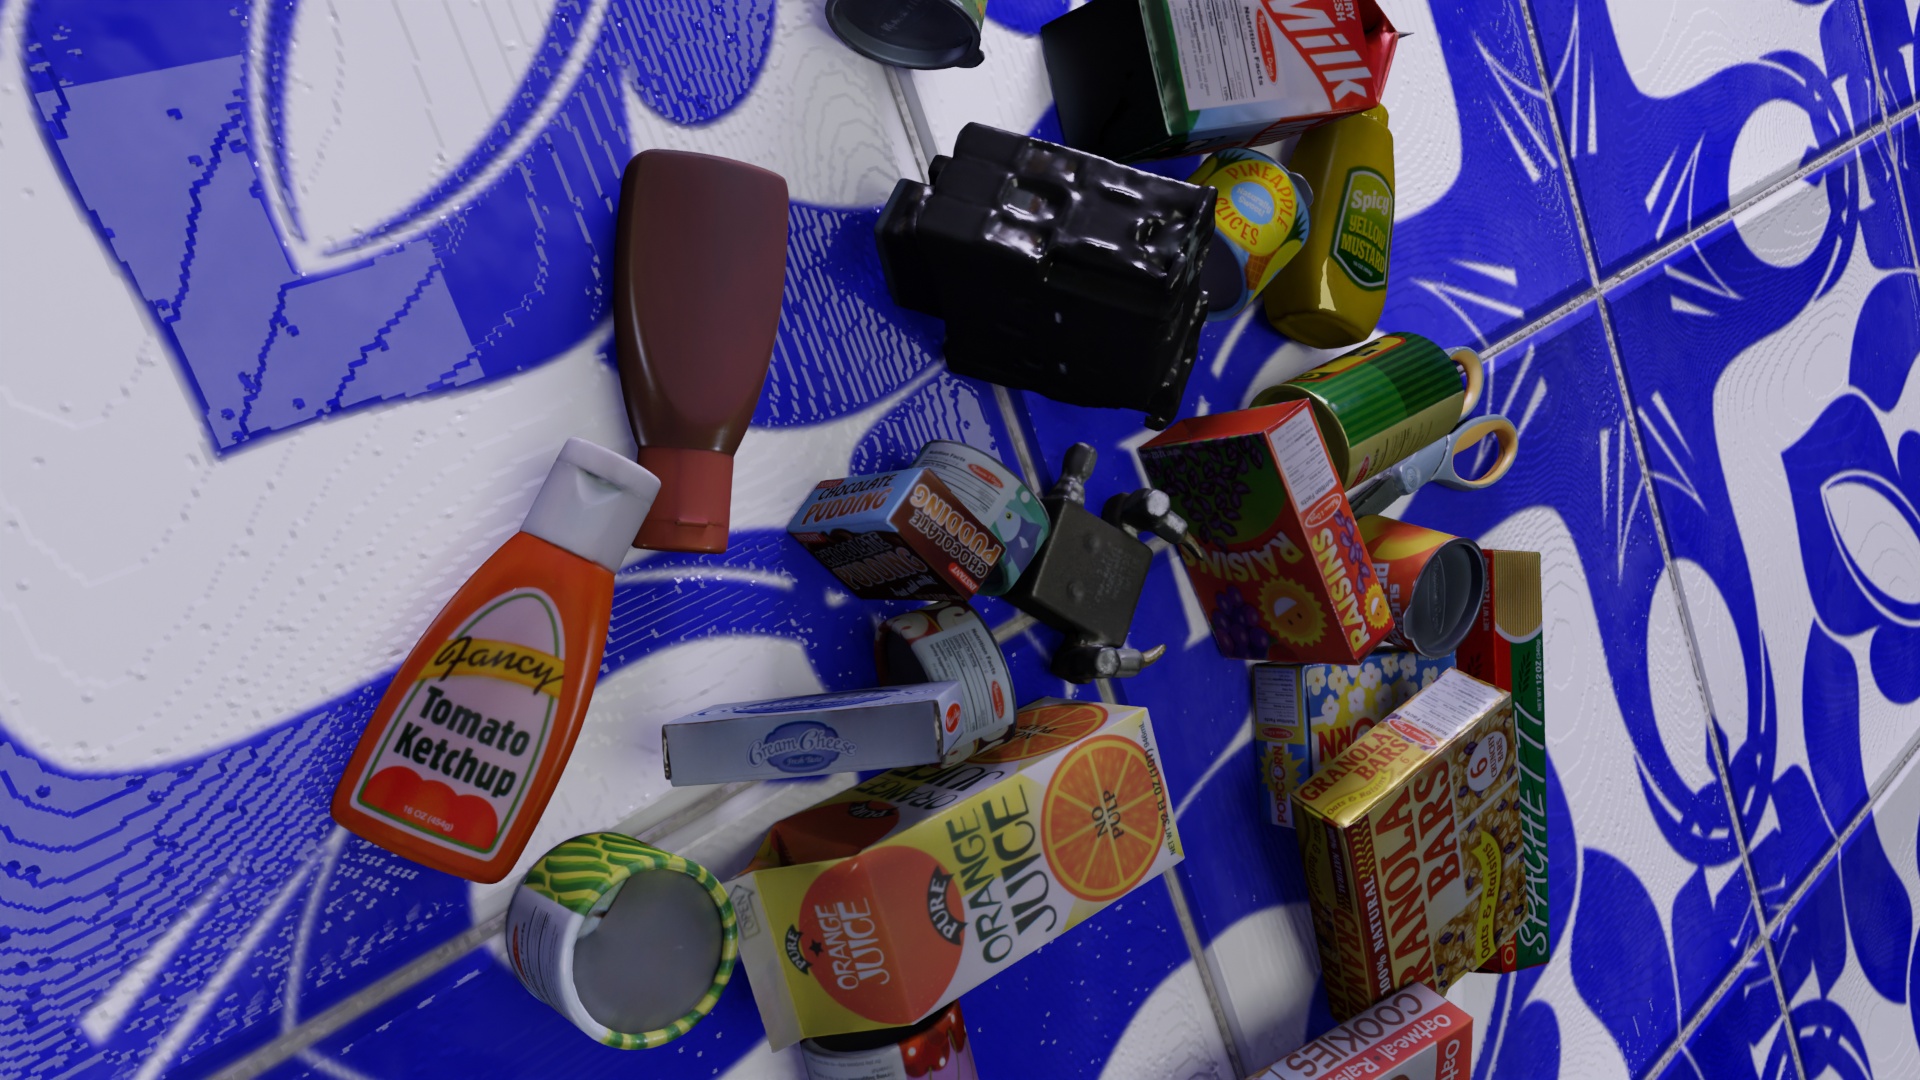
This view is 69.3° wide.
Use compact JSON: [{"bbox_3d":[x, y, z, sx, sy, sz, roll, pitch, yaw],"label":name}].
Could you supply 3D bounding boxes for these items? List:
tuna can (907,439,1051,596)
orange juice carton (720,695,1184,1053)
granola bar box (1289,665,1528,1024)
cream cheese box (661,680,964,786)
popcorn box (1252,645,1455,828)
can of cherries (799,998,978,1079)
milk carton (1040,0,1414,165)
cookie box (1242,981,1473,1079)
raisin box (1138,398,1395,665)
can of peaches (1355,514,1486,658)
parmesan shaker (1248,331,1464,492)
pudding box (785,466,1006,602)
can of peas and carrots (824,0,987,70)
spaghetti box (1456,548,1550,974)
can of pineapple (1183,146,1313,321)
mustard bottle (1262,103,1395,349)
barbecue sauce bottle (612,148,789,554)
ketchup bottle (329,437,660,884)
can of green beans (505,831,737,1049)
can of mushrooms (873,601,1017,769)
[{"bbox_3d":[0.002,-0.007,0.588,0.071,0.071,0.033,47,65,-24],"label":"tuna can"},{"bbox_3d":[-0.005,0.132,0.570,0.193,0.073,0.071,-21,100,-33],"label":"orange juice carton"},{"bbox_3d":[0.237,0.167,0.721,0.124,0.039,0.164,-31,122,-23],"label":"granola bar box"},{"bbox_3d":[-0.053,0.072,0.519,0.104,0.053,0.024,-7,90,9],"label":"cream cheese box"},{"bbox_3d":[0.214,0.103,0.746,0.127,0.038,0.085,-3,89,-35],"label":"popcorn box"},{"bbox_3d":[-0.026,0.215,0.558,0.072,0.071,0.058,-18,97,-34],"label":"can of cherries"},{"bbox_3d":[0.140,-0.236,0.690,0.191,0.072,0.073,-18,98,-33],"label":"milk carton"},{"bbox_3d":[0.179,0.306,0.682,0.168,0.040,0.122,-16,114,-28],"label":"cookie box"},{"bbox_3d":[0.149,-0.002,0.676,0.040,0.086,0.123,-34,107,-33],"label":"raisin box"},{"bbox_3d":[0.236,0.024,0.745,0.071,0.058,0.071,-12,111,-34],"label":"can of peaches"},{"bbox_3d":[0.207,-0.064,0.734,0.103,0.071,0.071,-25,102,-34],"label":"parmesan shaker"},{"bbox_3d":[-0.027,-0.002,0.554,0.049,0.083,0.030,46,65,-25],"label":"pudding box"},{"bbox_3d":[-0.017,-0.240,0.584,0.071,0.071,0.059,17,78,-33],"label":"can of peas and carrots"},{"bbox_3d":[0.322,0.129,0.826,0.050,0.028,0.250,2,86,-34],"label":"spaghetti box"},{"bbox_3d":[0.129,-0.150,0.680,0.058,0.071,0.071,-46,113,-27],"label":"can of pineapple"},{"bbox_3d":[0.203,-0.186,0.746,0.065,0.049,0.160,18,78,-35],"label":"mustard bottle"},{"bbox_3d":[-0.102,-0.070,0.530,0.065,0.043,0.148,5,85,-25],"label":"barbecue sauce bottle"},{"bbox_3d":[-0.152,0.038,0.478,0.065,0.043,0.149,26,79,-9],"label":"ketchup bottle"},{"bbox_3d":[-0.121,0.141,0.498,0.071,0.057,0.071,2,87,-35],"label":"can of green beans"},{"bbox_3d":[-0.008,0.059,0.577,0.033,0.071,0.071,-20,100,-23],"label":"can of mushrooms"}]
